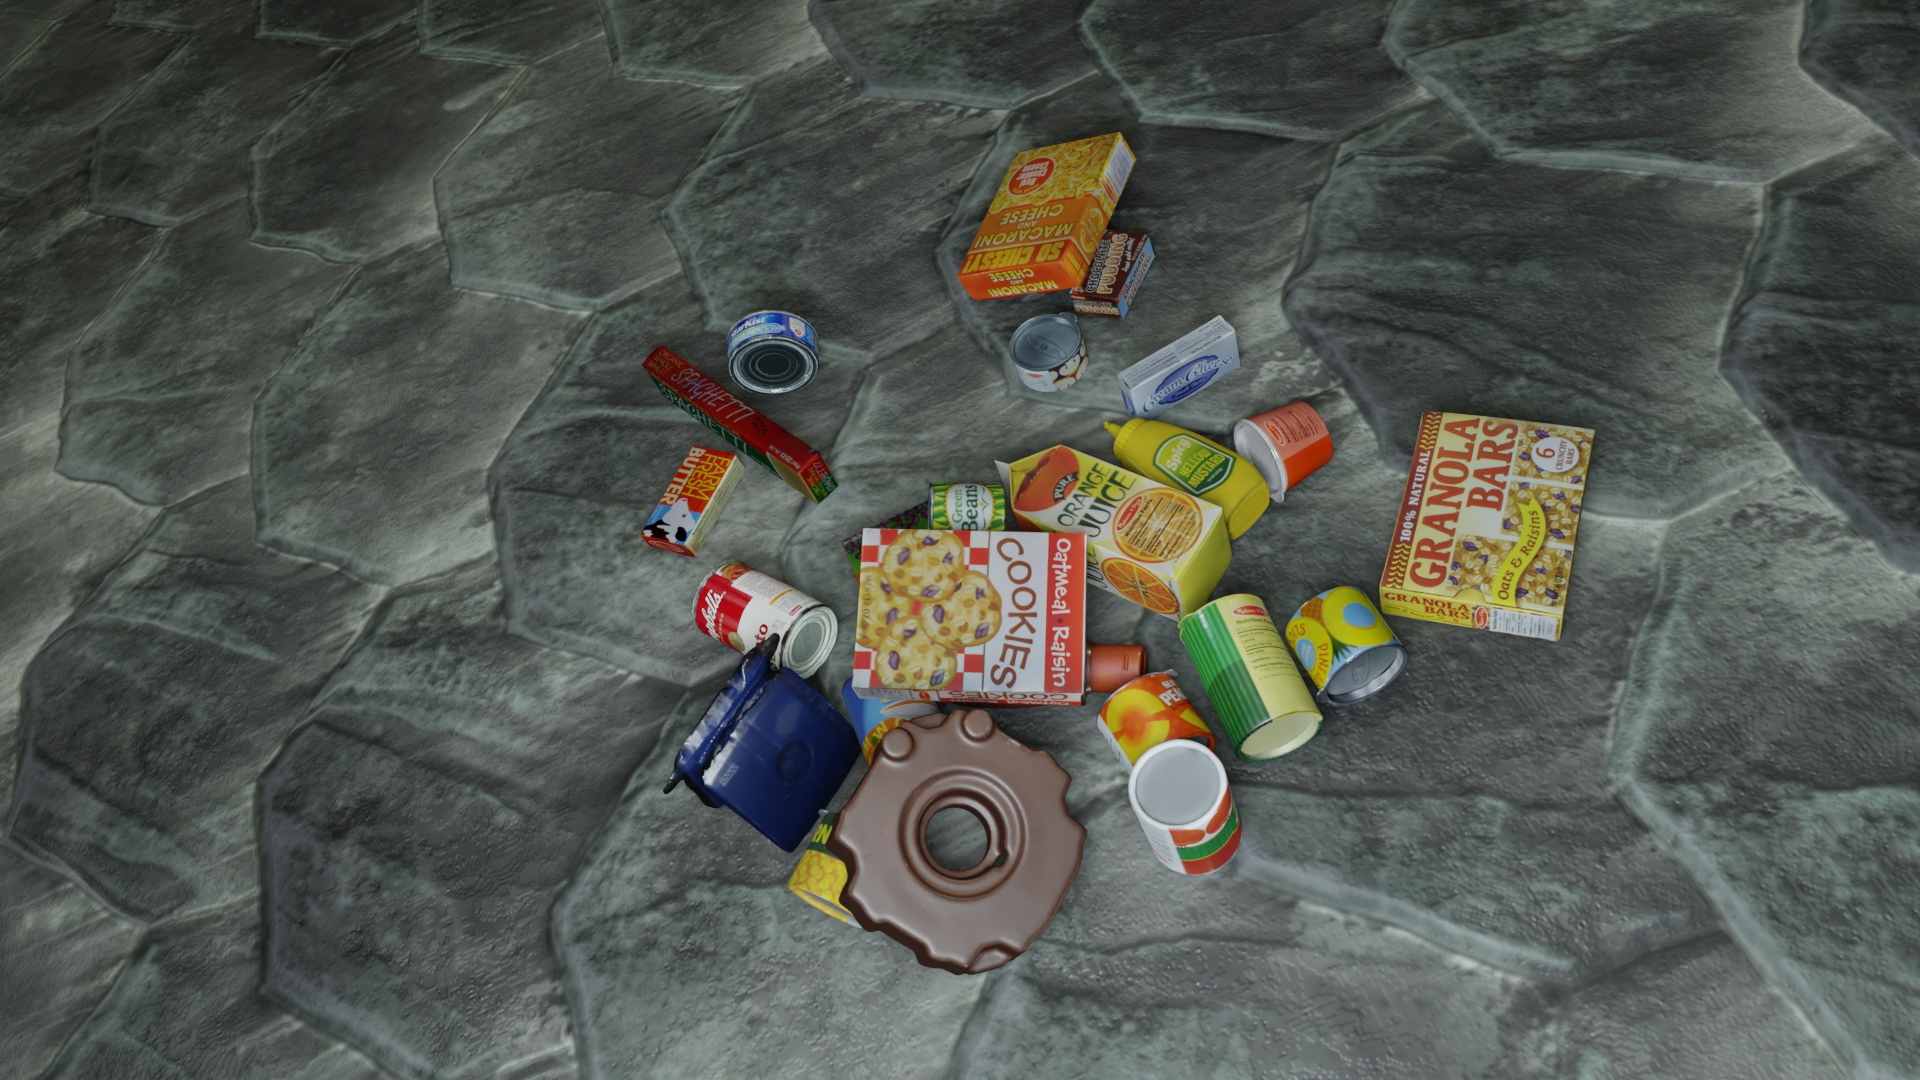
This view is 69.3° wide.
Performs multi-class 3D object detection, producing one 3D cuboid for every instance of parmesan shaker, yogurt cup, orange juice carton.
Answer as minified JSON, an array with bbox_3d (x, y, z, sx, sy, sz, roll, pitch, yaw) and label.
[{"bbox_3d":[0.204,0.098,0.990,0.071,0.071,0.103,-22,53,3],"label":"parmesan shaker"},{"bbox_3d":[0.256,-0.075,1.097,0.054,0.072,0.072,-26,52,-10],"label":"yogurt cup"},{"bbox_3d":[0.111,-0.012,1.096,0.193,0.071,0.073,24,67,30],"label":"orange juice carton"}]

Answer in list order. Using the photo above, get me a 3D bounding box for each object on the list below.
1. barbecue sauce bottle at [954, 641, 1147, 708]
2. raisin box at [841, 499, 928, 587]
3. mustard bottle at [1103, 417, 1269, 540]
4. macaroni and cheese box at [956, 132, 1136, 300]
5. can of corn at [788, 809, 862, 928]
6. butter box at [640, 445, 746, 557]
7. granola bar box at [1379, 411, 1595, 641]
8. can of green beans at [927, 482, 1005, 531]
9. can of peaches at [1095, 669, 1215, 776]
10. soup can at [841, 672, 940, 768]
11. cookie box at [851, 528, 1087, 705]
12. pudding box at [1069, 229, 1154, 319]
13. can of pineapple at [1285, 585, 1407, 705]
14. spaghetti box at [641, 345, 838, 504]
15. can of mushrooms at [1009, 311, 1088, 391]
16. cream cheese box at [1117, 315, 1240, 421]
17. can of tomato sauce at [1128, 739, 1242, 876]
[{"bbox_3d":[0.066,0.096,1.054,0.148,0.043,0.065,0,67,18],"label":"barbecue sauce bottle"},{"bbox_3d":[-0.036,0.036,1.134,0.086,0.040,0.124,-25,53,0],"label":"raisin box"},{"bbox_3d":[0.172,-0.061,1.124,0.065,0.048,0.160,-44,54,-16],"label":"mustard bottle"},{"bbox_3d":[0.082,-0.304,1.311,0.123,0.040,0.167,0,55,39],"label":"macaroni and cheese box"},{"bbox_3d":[-0.084,0.235,0.993,0.071,0.071,0.058,16,64,27],"label":"can of corn"},{"bbox_3d":[-0.242,-0.036,1.263,0.053,0.024,0.104,12,62,25],"label":"butter box"},{"bbox_3d":[0.389,-0.015,1.024,0.124,0.039,0.166,9,60,24],"label":"granola bar box"},{"bbox_3d":[0.004,-0.013,1.093,0.058,0.071,0.071,1,55,-3],"label":"can of green beans"},{"bbox_3d":[0.141,0.135,0.986,0.071,0.071,0.058,-30,53,-3],"label":"can of peaches"},{"bbox_3d":[-0.045,0.137,1.047,0.071,0.071,0.084,-26,53,0],"label":"soup can"},{"bbox_3d":[0.010,0.056,1.022,0.167,0.040,0.123,1,70,5],"label":"cookie box"},{"bbox_3d":[0.139,-0.245,1.274,0.050,0.030,0.084,14,62,28],"label":"pudding box"},{"bbox_3d":[0.271,0.075,0.984,0.071,0.070,0.058,-27,51,0],"label":"can of pineapple"},{"bbox_3d":[-0.208,-0.110,1.287,0.250,0.050,0.029,34,71,34],"label":"spaghetti box"},{"bbox_3d":[0.081,-0.169,1.240,0.071,0.033,0.071,-9,54,13],"label":"can of mushrooms"},{"bbox_3d":[0.185,-0.143,1.174,0.104,0.053,0.024,-30,54,-3],"label":"cream cheese box"},{"bbox_3d":[0.154,0.180,0.941,0.071,0.082,0.071,-9,55,13],"label":"can of tomato sauce"}]
